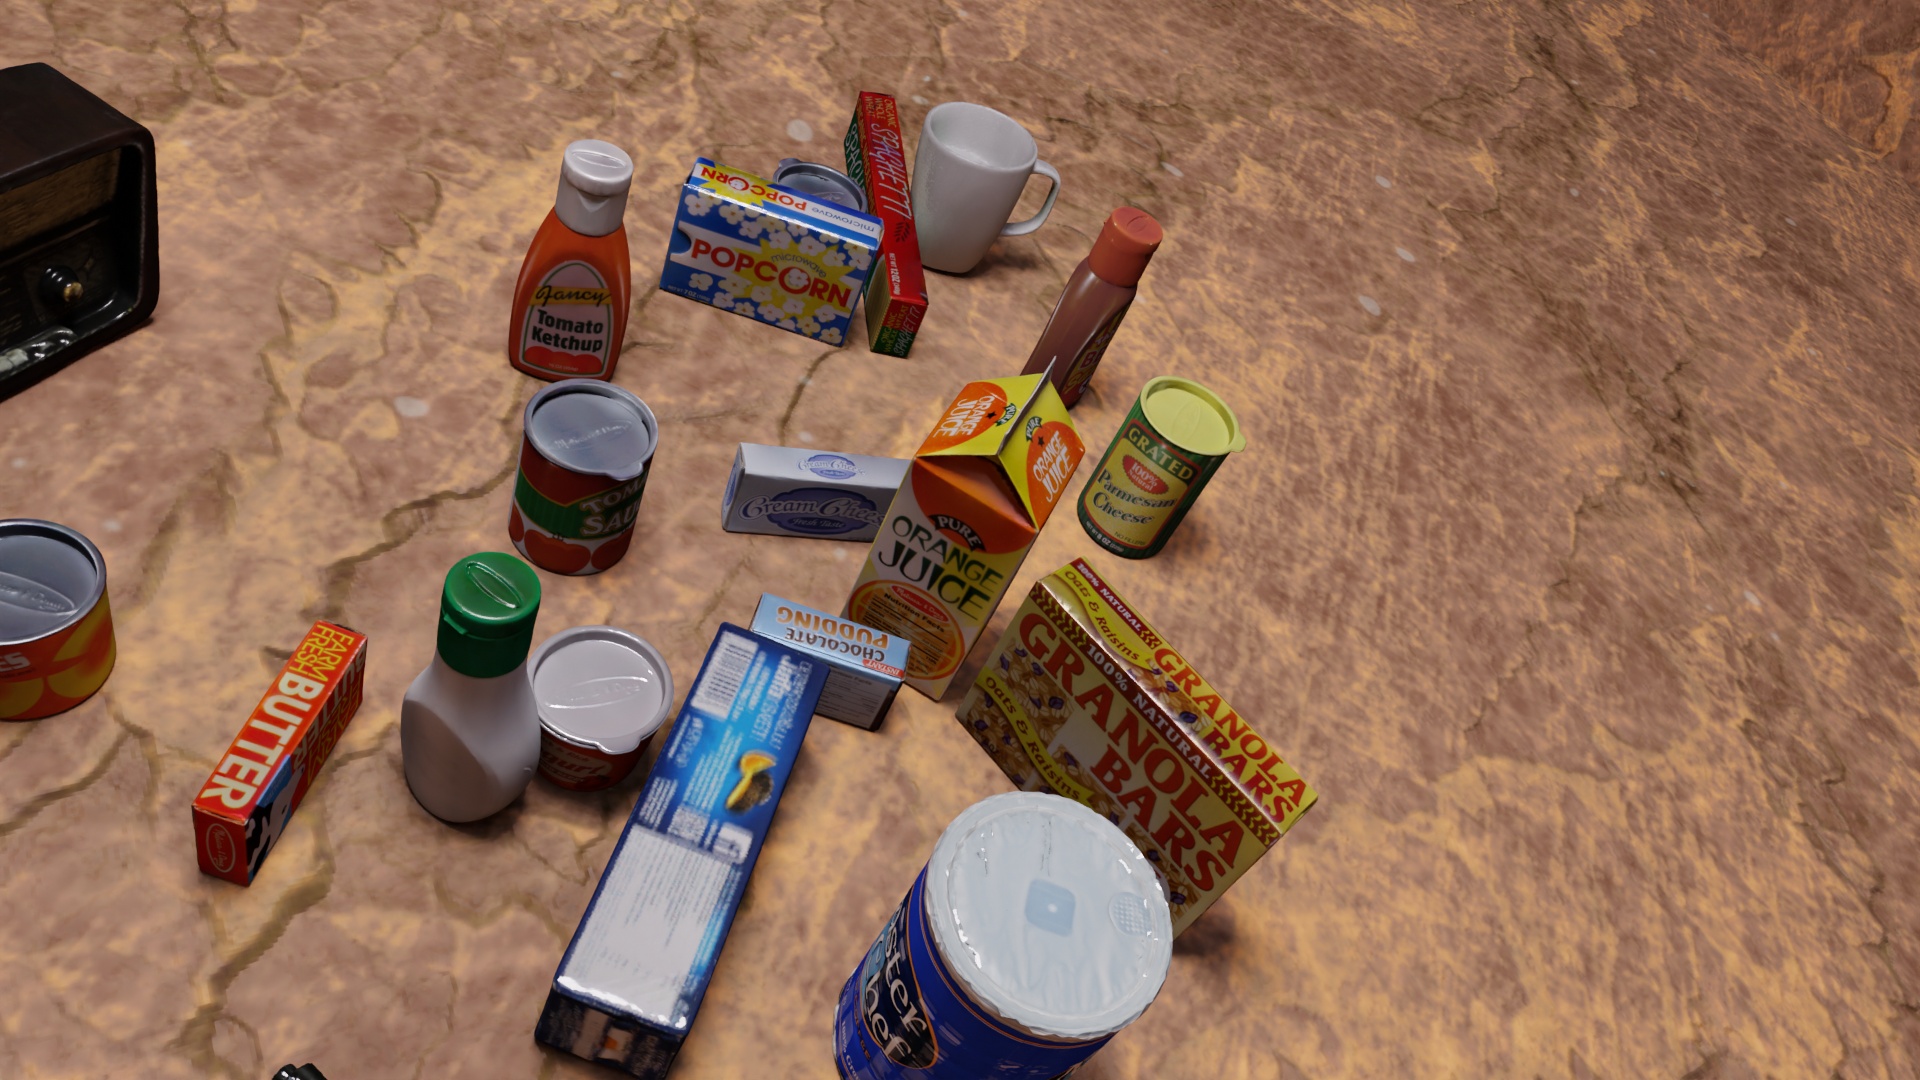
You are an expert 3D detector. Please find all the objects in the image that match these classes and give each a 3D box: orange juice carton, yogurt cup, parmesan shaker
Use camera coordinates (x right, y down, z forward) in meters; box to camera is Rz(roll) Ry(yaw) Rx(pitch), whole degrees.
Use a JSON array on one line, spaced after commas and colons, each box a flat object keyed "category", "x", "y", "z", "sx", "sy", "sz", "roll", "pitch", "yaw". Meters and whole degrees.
[{"category": "orange juice carton", "x": 0.003, "y": -0.009, "z": 0.721, "sx": 0.073, "sy": 0.191, "sz": 0.072, "roll": 31, "pitch": 44, "yaw": 3}, {"category": "yogurt cup", "x": -0.173, "y": 0.081, "z": 0.654, "sx": 0.072, "sy": 0.053, "sz": 0.073, "roll": 13, "pitch": 46, "yaw": -14}, {"category": "parmesan shaker", "x": 0.125, "y": -0.043, "z": 0.874, "sx": 0.071, "sy": 0.102, "sz": 0.072, "roll": 13, "pitch": 46, "yaw": -14}]

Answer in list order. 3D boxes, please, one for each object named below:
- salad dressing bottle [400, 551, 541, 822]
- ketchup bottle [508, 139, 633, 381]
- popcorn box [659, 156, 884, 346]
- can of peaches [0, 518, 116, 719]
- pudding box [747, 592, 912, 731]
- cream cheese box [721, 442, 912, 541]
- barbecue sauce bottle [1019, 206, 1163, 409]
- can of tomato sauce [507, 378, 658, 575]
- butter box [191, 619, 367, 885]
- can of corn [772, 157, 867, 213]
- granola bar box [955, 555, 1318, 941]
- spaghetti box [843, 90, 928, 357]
[{"category": "salad dressing bottle", "x": -0.205, "y": 0.064, "z": 0.588, "sx": 0.064, "sy": 0.146, "sz": 0.044, "roll": 38, "pitch": 45, "yaw": 10}, {"category": "ketchup bottle", "x": -0.215, "y": -0.155, "z": 0.783, "sx": 0.065, "sy": 0.148, "sz": 0.044, "roll": 9, "pitch": 47, "yaw": -19}, {"category": "popcorn box", "x": -0.122, "y": -0.185, "z": 0.900, "sx": 0.127, "sy": 0.084, "sz": 0.038, "roll": 17, "pitch": 45, "yaw": -11}, {"category": "can of peaches", "x": -0.398, "y": 0.035, "z": 0.587, "sx": 0.071, "sy": 0.057, "sz": 0.071, "roll": 13, "pitch": 46, "yaw": -14}, {"category": "pudding box", "x": -0.073, "y": 0.064, "z": 0.721, "sx": 0.084, "sy": 0.049, "sz": 0.030, "roll": 19, "pitch": 45, "yaw": -9}, {"category": "cream cheese box", "x": -0.081, "y": -0.026, "z": 0.796, "sx": 0.104, "sy": 0.053, "sz": 0.024, "roll": 5, "pitch": 49, "yaw": -22}, {"category": "barbecue sauce bottle", "x": 0.087, "y": -0.153, "z": 0.924, "sx": 0.044, "sy": 0.147, "sz": 0.065, "roll": 38, "pitch": 45, "yaw": 10}, {"category": "can of tomato sauce", "x": -0.197, "y": -0.031, "z": 0.725, "sx": 0.071, "sy": 0.082, "sz": 0.071, "roll": 13, "pitch": 46, "yaw": -14}, {"category": "butter box", "x": -0.289, "y": 0.088, "z": 0.594, "sx": 0.024, "sy": 0.052, "sz": 0.104, "roll": 21, "pitch": 45, "yaw": -7}, {"category": "can of corn", "x": -0.106, "y": -0.219, "z": 0.958, "sx": 0.071, "sy": 0.058, "sz": 0.071, "roll": 13, "pitch": 46, "yaw": -14}, {"category": "granola bar box", "x": 0.083, "y": 0.107, "z": 0.702, "sx": 0.039, "sy": 0.123, "sz": 0.166, "roll": -27, "pitch": 65, "yaw": -40}, {"category": "spaghetti box", "x": -0.056, "y": -0.235, "z": 1.001, "sx": 0.029, "sy": 0.050, "sz": 0.251, "roll": 7, "pitch": 48, "yaw": -19}]
